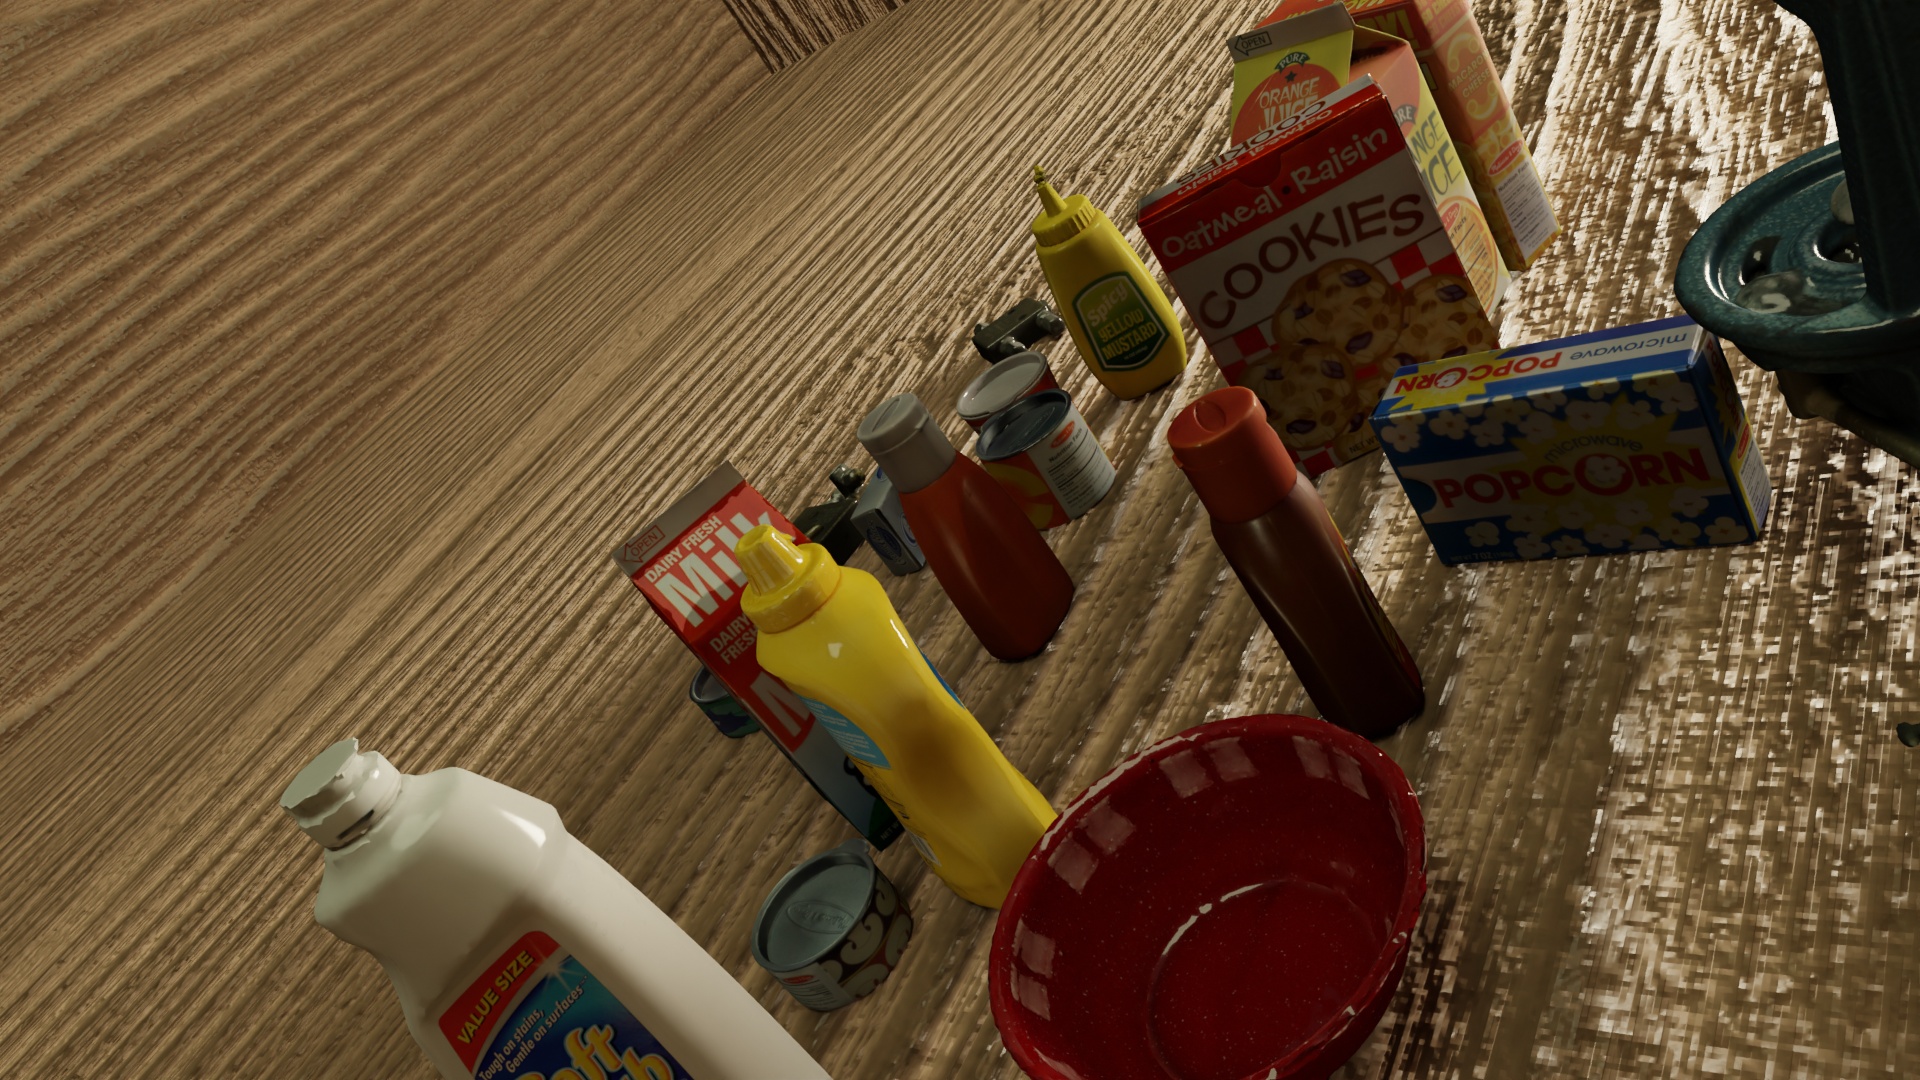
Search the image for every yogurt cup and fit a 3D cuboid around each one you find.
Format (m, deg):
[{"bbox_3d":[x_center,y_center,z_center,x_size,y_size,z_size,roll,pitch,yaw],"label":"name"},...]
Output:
[{"bbox_3d":[0.039,-0.083,0.910,0.072,0.053,0.073,-28,27,16],"label":"yogurt cup"}]

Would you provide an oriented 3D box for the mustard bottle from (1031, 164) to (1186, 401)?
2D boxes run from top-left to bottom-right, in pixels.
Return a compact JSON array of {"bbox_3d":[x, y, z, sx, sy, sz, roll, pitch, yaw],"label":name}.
[{"bbox_3d":[0.084,-0.164,0.871,0.065,0.159,0.049,-30,26,12],"label":"mustard bottle"}]

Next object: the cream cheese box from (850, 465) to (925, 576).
[{"bbox_3d":[-0.033,-0.030,0.907,0.024,0.053,0.104,-19,31,31],"label":"cream cheese box"}]

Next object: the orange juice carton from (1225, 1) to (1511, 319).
[{"bbox_3d":[0.208,-0.185,0.722,0.071,0.192,0.073,0,43,51],"label":"orange juice carton"}]

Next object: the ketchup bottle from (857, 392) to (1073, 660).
[{"bbox_3d":[0.003,-0.009,0.721,0.043,0.148,0.065,-11,35,41],"label":"ketchup bottle"}]

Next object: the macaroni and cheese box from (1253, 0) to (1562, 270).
[{"bbox_3d":[0.247,-0.228,0.777,0.040,0.166,0.124,-44,27,-16],"label":"macaroni and cheese box"}]

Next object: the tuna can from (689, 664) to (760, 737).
[{"bbox_3d":[-0.128,0.086,0.850,0.071,0.032,0.071,-28,27,16],"label":"tuna can"}]

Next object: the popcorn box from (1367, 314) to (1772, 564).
[{"bbox_3d":[0.242,-0.036,0.555,0.126,0.085,0.038,-7,38,45],"label":"popcorn box"}]

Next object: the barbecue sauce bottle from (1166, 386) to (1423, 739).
[{"bbox_3d":[0.129,0.008,0.541,0.043,0.148,0.065,-31,26,9],"label":"barbecue sauce bottle"}]

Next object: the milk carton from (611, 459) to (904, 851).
[{"bbox_3d":[-0.081,0.053,0.668,0.072,0.190,0.073,-43,27,-14],"label":"milk carton"}]

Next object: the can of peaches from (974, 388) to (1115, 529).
[{"bbox_3d":[0.050,-0.049,0.835,0.071,0.058,0.071,-28,27,16],"label":"can of peaches"}]

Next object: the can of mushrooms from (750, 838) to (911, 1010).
[{"bbox_3d":[-0.056,0.171,0.620,0.071,0.033,0.071,-28,27,16],"label":"can of mushrooms"}]

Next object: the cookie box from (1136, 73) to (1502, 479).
[{"bbox_3d":[0.179,-0.121,0.678,0.123,0.167,0.040,-26,27,18],"label":"cookie box"}]
